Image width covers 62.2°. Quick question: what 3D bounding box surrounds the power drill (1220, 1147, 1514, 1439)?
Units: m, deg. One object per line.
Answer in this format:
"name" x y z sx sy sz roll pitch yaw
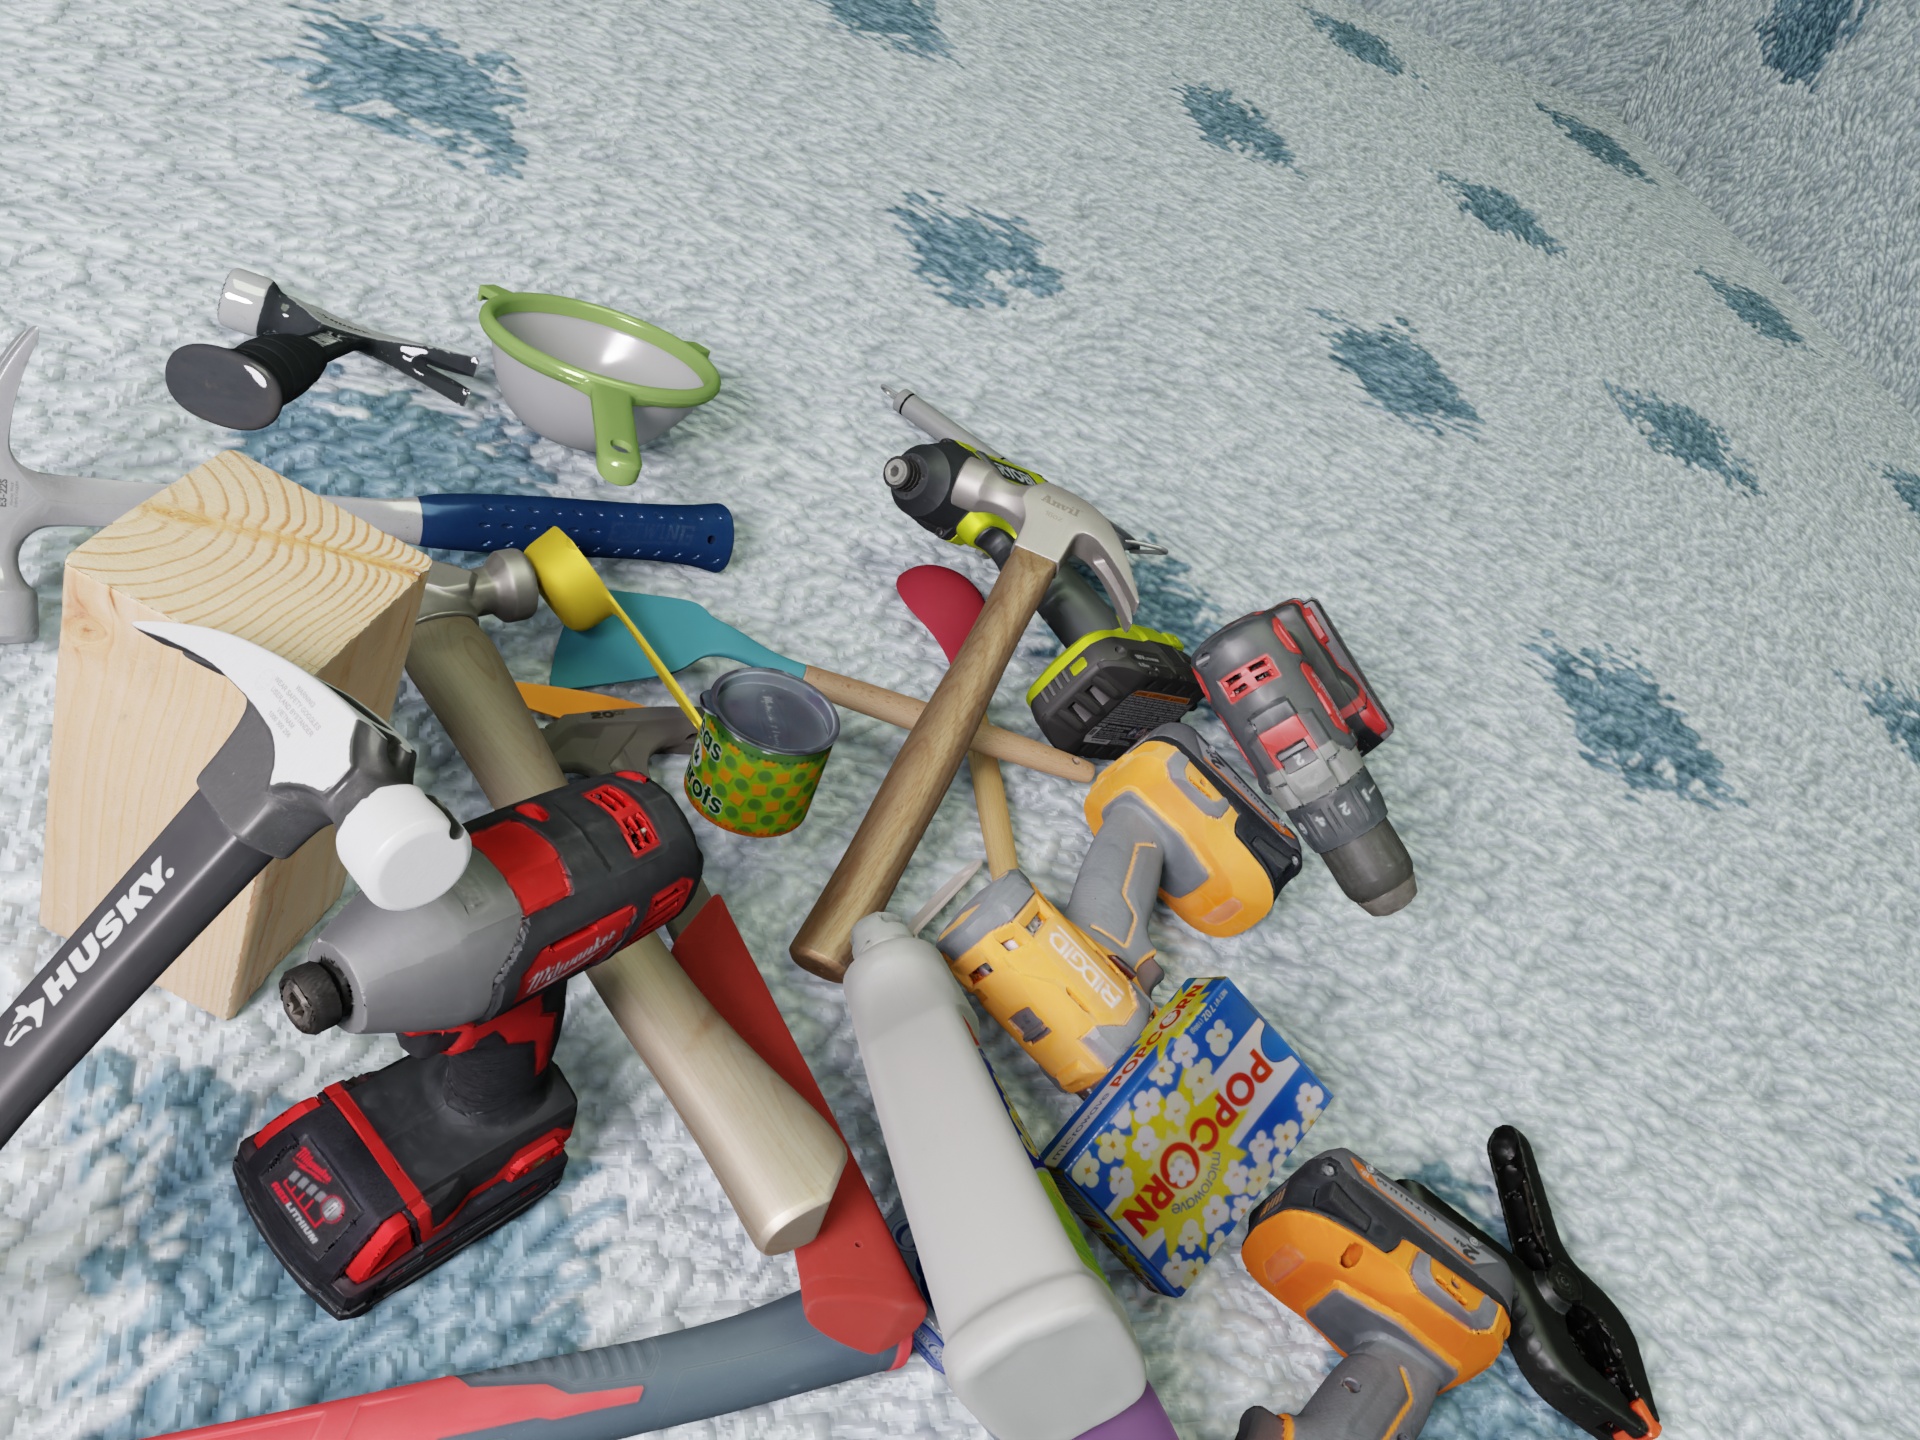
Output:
"power drill" 0.149 0.303 0.705 0.164 0.084 0.226 34 42 6

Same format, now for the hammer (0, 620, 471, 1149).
"hammer" -0.296 0.115 0.469 0.146 0.335 0.035 39 -4 32

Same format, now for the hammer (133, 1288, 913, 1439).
"hammer" -0.184 0.266 0.559 0.386 0.038 0.143 1 49 -32

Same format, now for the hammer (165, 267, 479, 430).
"hammer" -0.324 -0.180 0.793 0.149 0.036 0.409 17 11 -19

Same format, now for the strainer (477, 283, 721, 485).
"strainer" -0.219 -0.180 0.956 0.151 0.069 0.257 12 29 -23

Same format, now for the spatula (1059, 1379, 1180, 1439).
"spatula" 0.028 0.231 0.707 0.059 0.018 0.316 -6 40 -19

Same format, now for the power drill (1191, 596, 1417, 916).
"power drill" 0.220 0.014 0.982 0.188 0.080 0.227 58 17 0

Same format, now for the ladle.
"ladle" 0.009 0.010 0.965 0.069 0.031 0.316 14 44 -26

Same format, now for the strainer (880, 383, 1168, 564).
"strainer" 0.036 -0.176 1.168 0.258 0.050 0.086 38 1 18

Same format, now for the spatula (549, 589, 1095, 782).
"spatula" -0.071 -0.011 0.916 0.317 0.044 0.082 19 43 -15

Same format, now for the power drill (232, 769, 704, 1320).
"power drill" -0.185 0.116 0.570 0.079 0.219 0.143 46 41 17

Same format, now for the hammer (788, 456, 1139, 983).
"hammer" -0.001 -0.003 0.872 0.130 0.031 0.331 24 61 7

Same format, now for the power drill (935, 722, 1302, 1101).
"power drill" 0.108 0.122 0.865 0.185 0.084 0.226 46 43 1

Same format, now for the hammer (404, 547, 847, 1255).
"hammer" -0.183 0.064 0.705 0.146 0.038 0.411 -16 51 -34

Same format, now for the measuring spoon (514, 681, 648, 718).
"measuring spoon" -0.209 -0.006 0.854 0.116 0.011 0.021 14 60 -25

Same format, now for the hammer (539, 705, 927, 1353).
"hammer" -0.101 0.121 0.736 0.149 0.036 0.359 -4 43 -35

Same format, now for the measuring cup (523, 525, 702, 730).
"measuring cup" -0.184 -0.039 0.846 0.029 0.062 0.157 -35 70 -13

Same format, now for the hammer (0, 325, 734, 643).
"hammer" -0.298 -0.112 0.843 0.405 0.144 0.035 -2 6 -42

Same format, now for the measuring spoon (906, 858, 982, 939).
"measuring spoon" -0.013 0.108 0.848 0.018 0.034 0.124 56 35 -6

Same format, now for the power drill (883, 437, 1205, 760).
"power drill" 0.048 -0.085 1.016 0.171 0.080 0.223 7 43 -57
